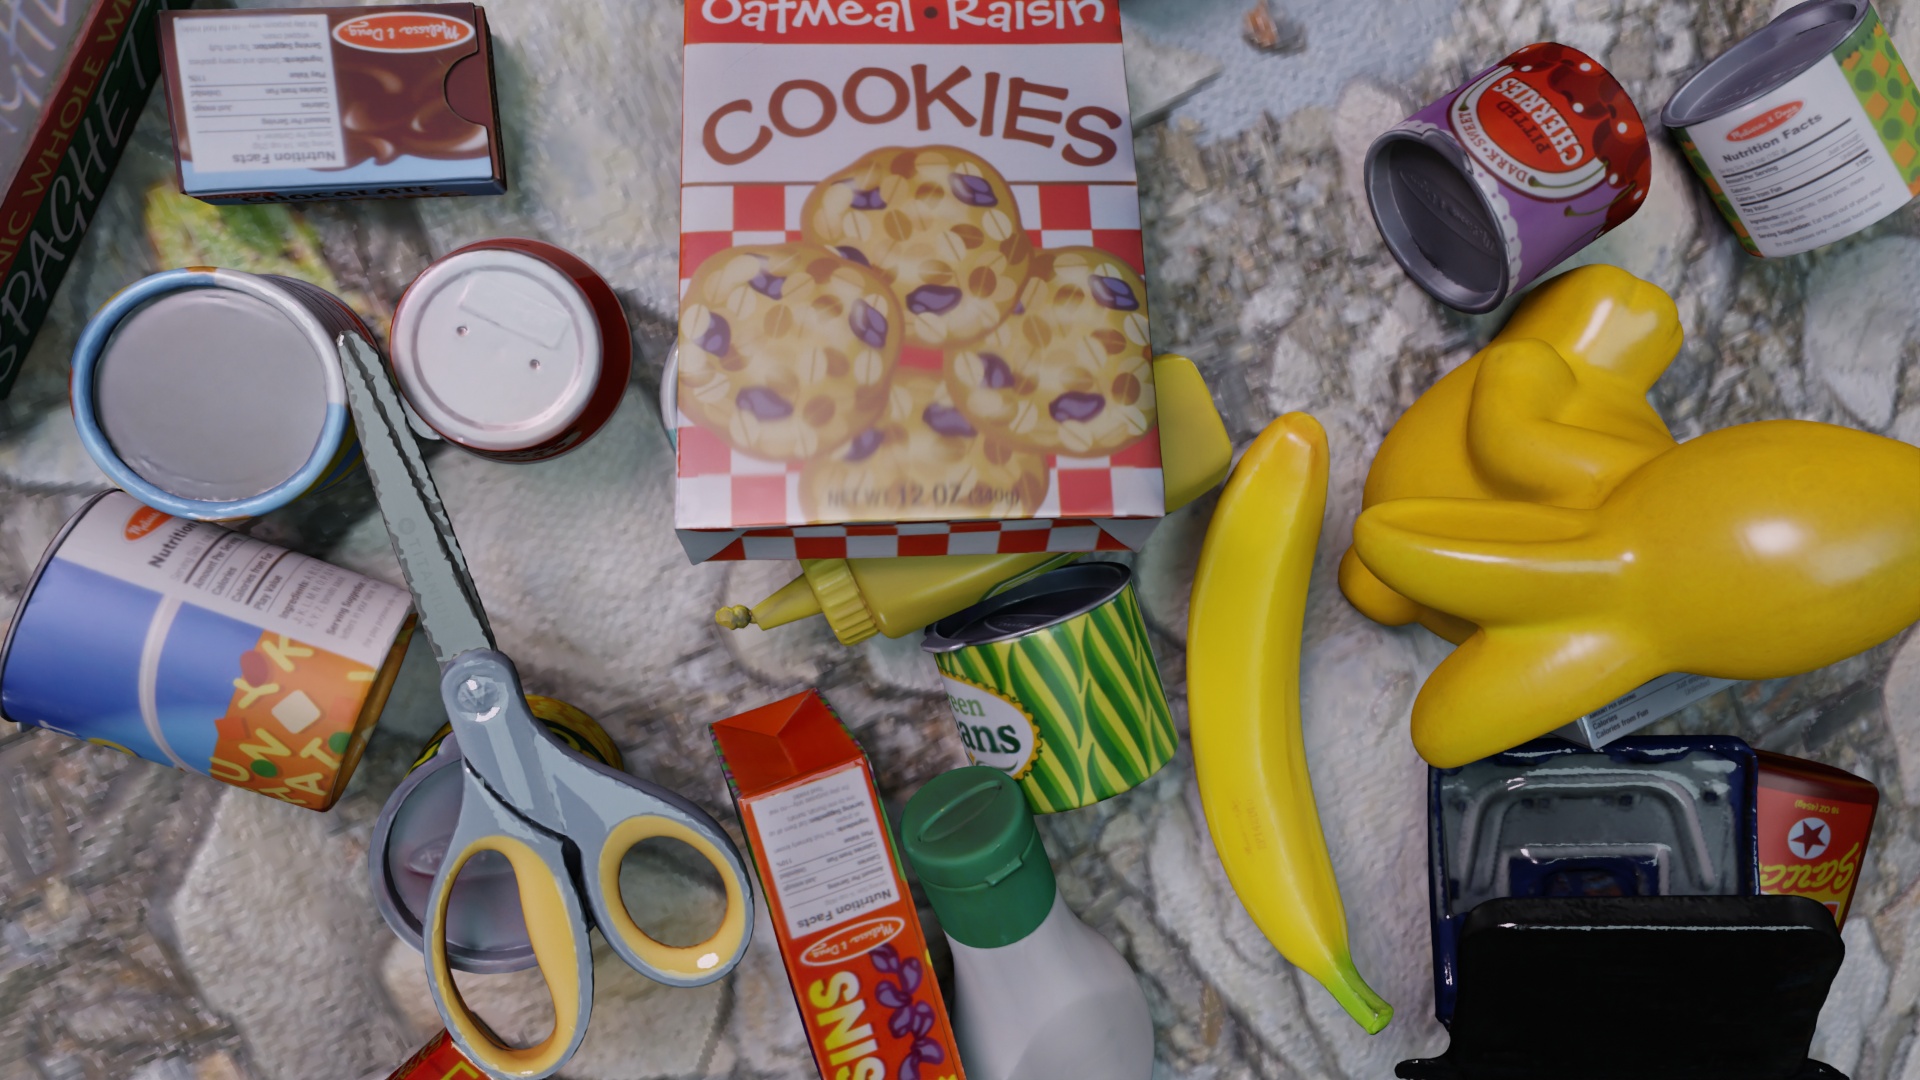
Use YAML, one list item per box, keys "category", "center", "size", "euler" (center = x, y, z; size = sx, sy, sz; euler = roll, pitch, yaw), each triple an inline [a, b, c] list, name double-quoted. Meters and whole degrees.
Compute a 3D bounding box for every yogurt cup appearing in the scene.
- category: "yogurt cup"
  center: [-0.128, -0.054, 0.393]
  size: [0.072, 0.054, 0.072]
  euler: [-2, 97, -12]

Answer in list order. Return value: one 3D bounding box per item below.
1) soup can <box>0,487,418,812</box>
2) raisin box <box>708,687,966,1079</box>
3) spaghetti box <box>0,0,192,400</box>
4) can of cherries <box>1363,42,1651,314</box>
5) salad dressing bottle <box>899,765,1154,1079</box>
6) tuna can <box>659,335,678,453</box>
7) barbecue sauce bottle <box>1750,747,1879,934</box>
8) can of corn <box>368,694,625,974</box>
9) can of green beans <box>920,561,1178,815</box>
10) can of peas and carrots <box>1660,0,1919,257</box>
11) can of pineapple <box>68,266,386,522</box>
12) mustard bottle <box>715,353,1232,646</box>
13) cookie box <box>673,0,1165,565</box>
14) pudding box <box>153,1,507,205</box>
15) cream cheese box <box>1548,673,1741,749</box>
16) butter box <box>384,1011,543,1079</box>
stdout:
- category: "soup can"
  center: [-0.203, 0.033, 0.382]
  size: [0.084, 0.071, 0.071]
  euler: [22, 92, -14]
- category: "raisin box"
  center: [-0.036, 0.115, 0.416]
  size: [0.040, 0.086, 0.123]
  euler: [-17, 100, -14]
- category: "spaghetti box"
  center: [-0.225, -0.149, 0.363]
  size: [0.029, 0.050, 0.250]
  euler: [26, 91, -12]
- category: "can of cherries"
  center: [0.173, -0.116, 0.440]
  size: [0.058, 0.071, 0.071]
  euler: [-32, 102, -6]
- category: "salad dressing bottle"
  center: [0.020, 0.131, 0.423]
  size: [0.064, 0.044, 0.147]
  euler: [-31, 127, -17]
- category: "tuna can"
  center: [-0.055, -0.042, 0.420]
  size: [0.071, 0.033, 0.071]
  euler: [-1, 97, -11]
- category: "barbecue sauce bottle"
  center: [0.285, 0.152, 0.510]
  size: [0.065, 0.044, 0.148]
  euler: [11, 95, -7]
- category: "can of corn"
  center: [-0.132, 0.080, 0.406]
  size: [0.071, 0.058, 0.071]
  euler: [-1, 97, -11]
- category: "can of green beans"
  center: [0.029, 0.045, 0.432]
  size: [0.071, 0.071, 0.057]
  euler: [-19, 101, -9]
- category: "can of peas and carrots"
  center: [0.282, -0.138, 0.464]
  size: [0.071, 0.071, 0.058]
  euler: [-41, 104, -4]
- category: "can of pineapple"
  center: [-0.197, -0.039, 0.378]
  size: [0.071, 0.058, 0.071]
  euler: [-2, 98, -12]
- category: "mustard bottle"
  center: [0.002, -0.005, 0.423]
  size: [0.160, 0.065, 0.049]
  euler: [-25, 87, -3]
- category: "cookie box"
  center: [-0.014, -0.079, 0.384]
  size: [0.123, 0.040, 0.168]
  euler: [-1, 73, -4]
- category: "pudding box"
  center: [-0.172, -0.121, 0.388]
  size: [0.084, 0.030, 0.049]
  euler: [-6, 97, -11]
- category: "cream cheese box"
  center: [0.242, 0.038, 0.482]
  size: [0.104, 0.053, 0.024]
  euler: [-23, 99, -9]
- category: "butter box"
  center: [-0.141, 0.201, 0.436]
  size: [0.053, 0.024, 0.103]
  euler: [-43, 103, -5]
